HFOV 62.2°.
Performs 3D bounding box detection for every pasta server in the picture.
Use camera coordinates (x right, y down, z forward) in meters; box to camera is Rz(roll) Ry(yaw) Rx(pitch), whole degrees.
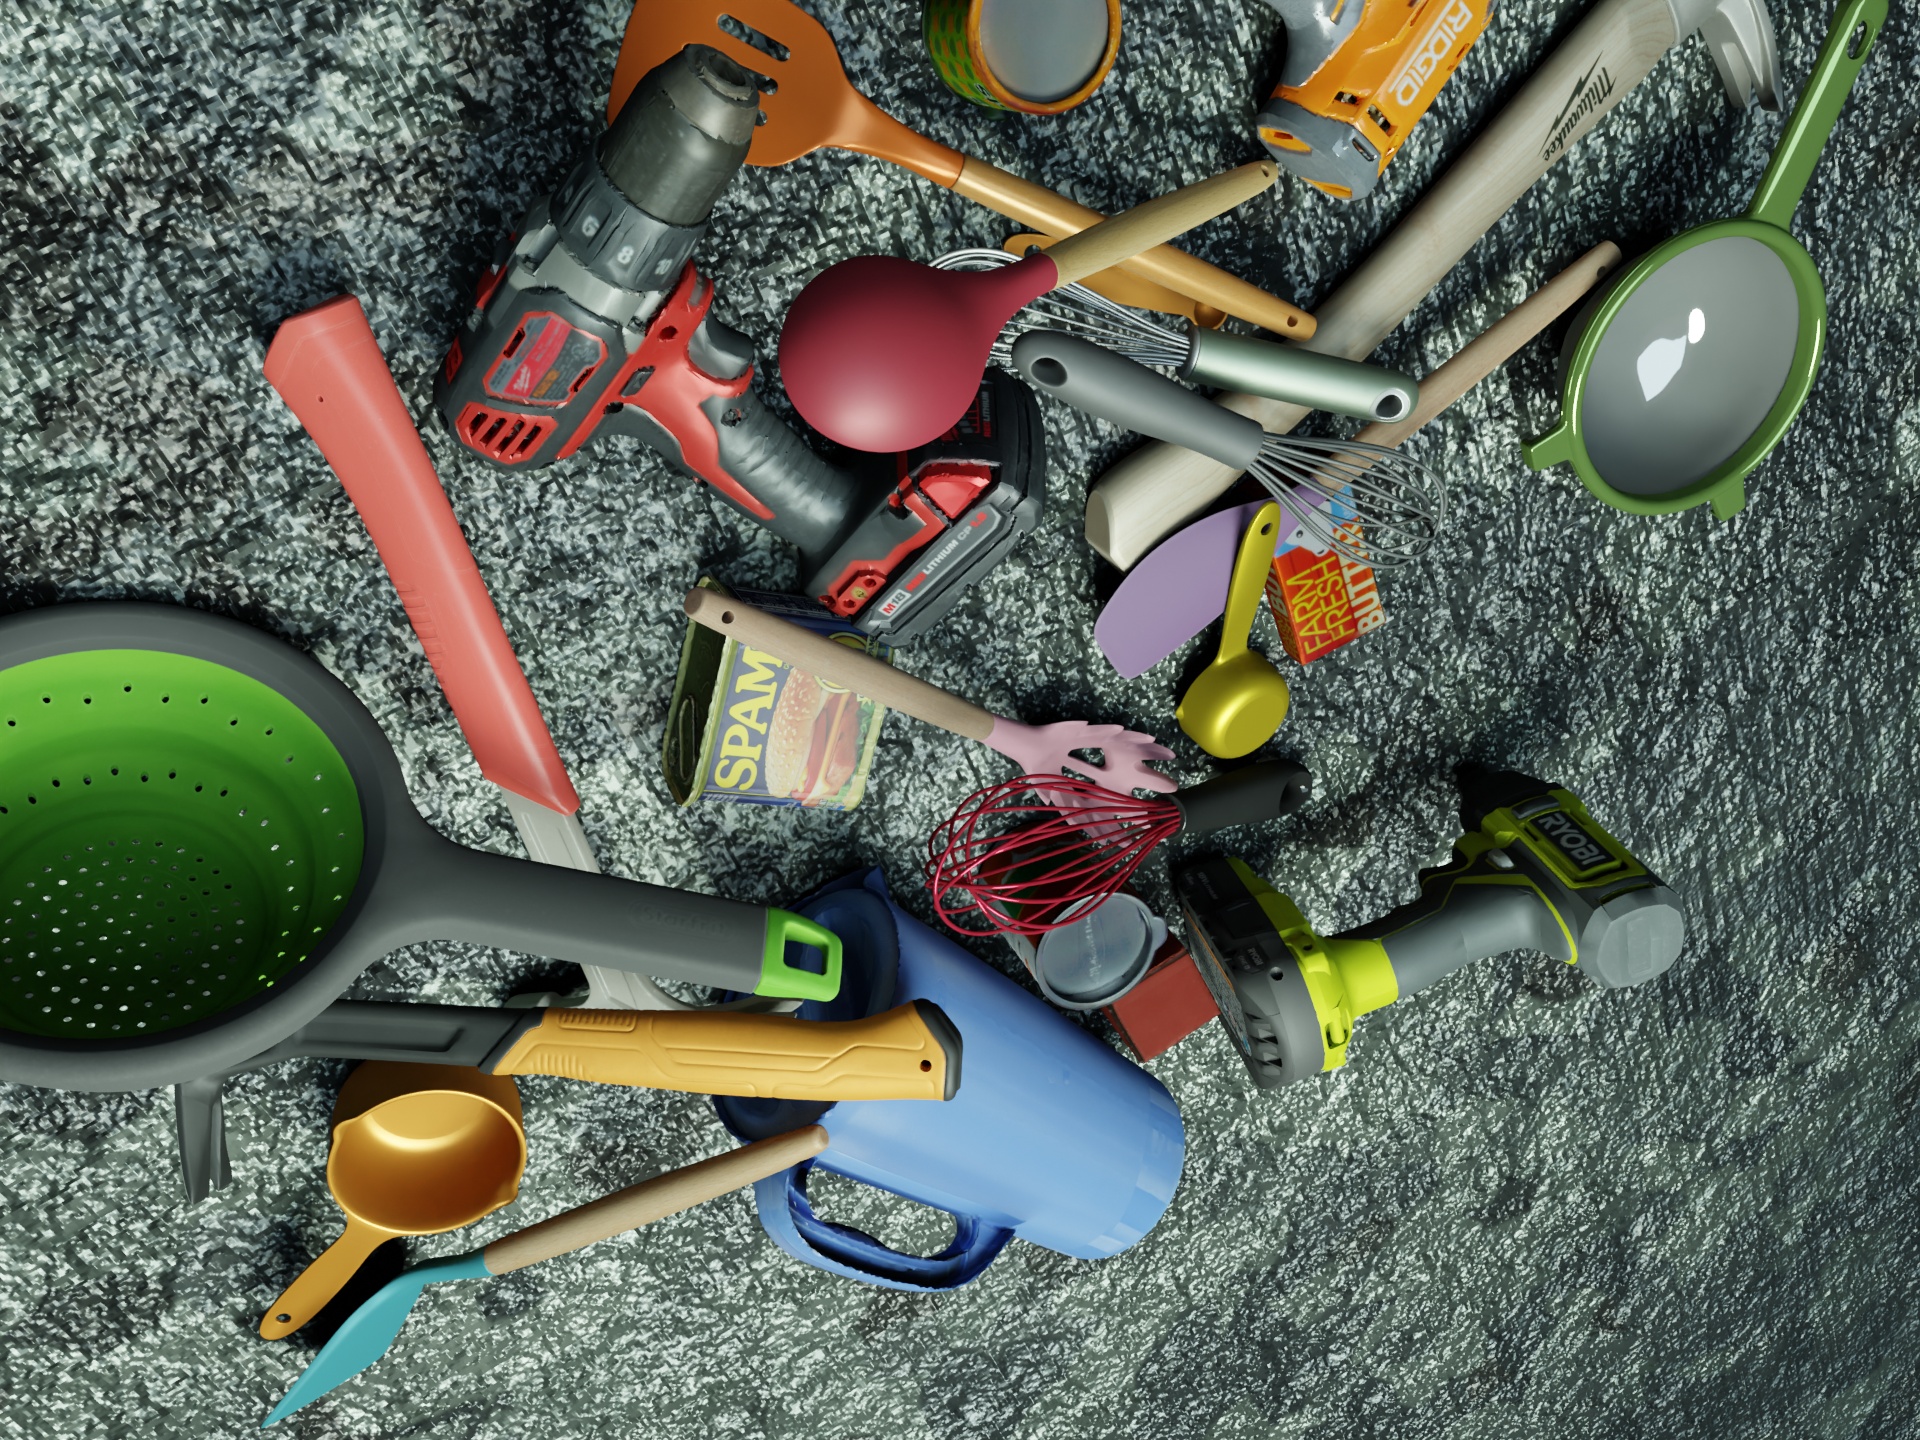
[{"bbox_3d":[-0.001,-0.002,0.725,0.316,0.040,0.060,23,93,-48],"label":"pasta server"}]

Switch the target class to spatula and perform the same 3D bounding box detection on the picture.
[{"bbox_3d":[0.193,-0.131,0.773,0.316,0.018,0.059,-38,130,0],"label":"spatula"},{"bbox_3d":[0.017,-0.224,0.671,0.322,0.041,0.081,16,105,-24],"label":"spatula"},{"bbox_3d":[-0.191,0.252,0.738,0.317,0.082,0.044,-25,83,19],"label":"spatula"}]

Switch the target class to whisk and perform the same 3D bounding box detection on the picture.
[{"bbox_3d":[0.088,0.050,0.773,0.295,0.073,0.073,-9,119,-46],"label":"whisk"},{"bbox_3d":[0.124,-0.121,0.704,0.238,0.055,0.055,18,105,-26],"label":"whisk"},{"bbox_3d":[0.094,-0.166,0.709,0.246,0.059,0.057,9,132,-15],"label":"whisk"}]

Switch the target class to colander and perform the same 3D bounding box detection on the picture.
[{"bbox_3d":[-0.248,0.079,0.638,0.397,0.205,0.094,14,140,-16],"label":"colander"}]

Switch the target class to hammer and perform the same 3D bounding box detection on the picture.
[{"bbox_3d":[-0.188,-0.003,0.675,0.149,0.037,0.358,-9,116,17],"label":"hammer"},{"bbox_3d":[-0.167,0.147,0.682,0.337,0.034,0.127,2,89,2],"label":"hammer"},{"bbox_3d":[0.223,-0.217,0.769,0.410,0.038,0.146,-45,122,2],"label":"hammer"}]

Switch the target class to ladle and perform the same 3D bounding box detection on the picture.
[{"bbox_3d":[0.047,-0.182,0.628,0.315,0.031,0.069,-37,99,-41],"label":"ladle"}]

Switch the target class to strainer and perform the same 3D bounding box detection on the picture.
[{"bbox_3d":[0.372,-0.232,0.794,0.151,0.069,0.256,8,113,-24],"label":"strainer"}]

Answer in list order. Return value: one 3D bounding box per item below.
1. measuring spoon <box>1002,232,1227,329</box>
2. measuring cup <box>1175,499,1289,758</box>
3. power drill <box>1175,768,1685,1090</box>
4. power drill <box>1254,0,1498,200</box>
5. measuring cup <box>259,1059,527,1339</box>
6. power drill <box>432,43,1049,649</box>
[{"bbox_3d":[0.071,-0.202,0.731,0.116,0.011,0.021,11,109,-22],"label":"measuring spoon"},{"bbox_3d":[0.146,-0.040,0.789,0.062,0.029,0.156,-21,140,-22],"label":"measuring cup"},{"bbox_3d":[0.238,0.100,0.850,0.223,0.171,0.080,-18,118,-4],"label":"power drill"},{"bbox_3d":[0.141,-0.348,0.653,0.226,0.084,0.164,31,99,-34],"label":"power drill"},{"bbox_3d":[-0.279,0.222,0.758,0.095,0.052,0.173,36,104,-32],"label":"measuring cup"},{"bbox_3d":[-0.071,-0.138,0.626,0.226,0.080,0.188,25,132,-28],"label":"power drill"}]
